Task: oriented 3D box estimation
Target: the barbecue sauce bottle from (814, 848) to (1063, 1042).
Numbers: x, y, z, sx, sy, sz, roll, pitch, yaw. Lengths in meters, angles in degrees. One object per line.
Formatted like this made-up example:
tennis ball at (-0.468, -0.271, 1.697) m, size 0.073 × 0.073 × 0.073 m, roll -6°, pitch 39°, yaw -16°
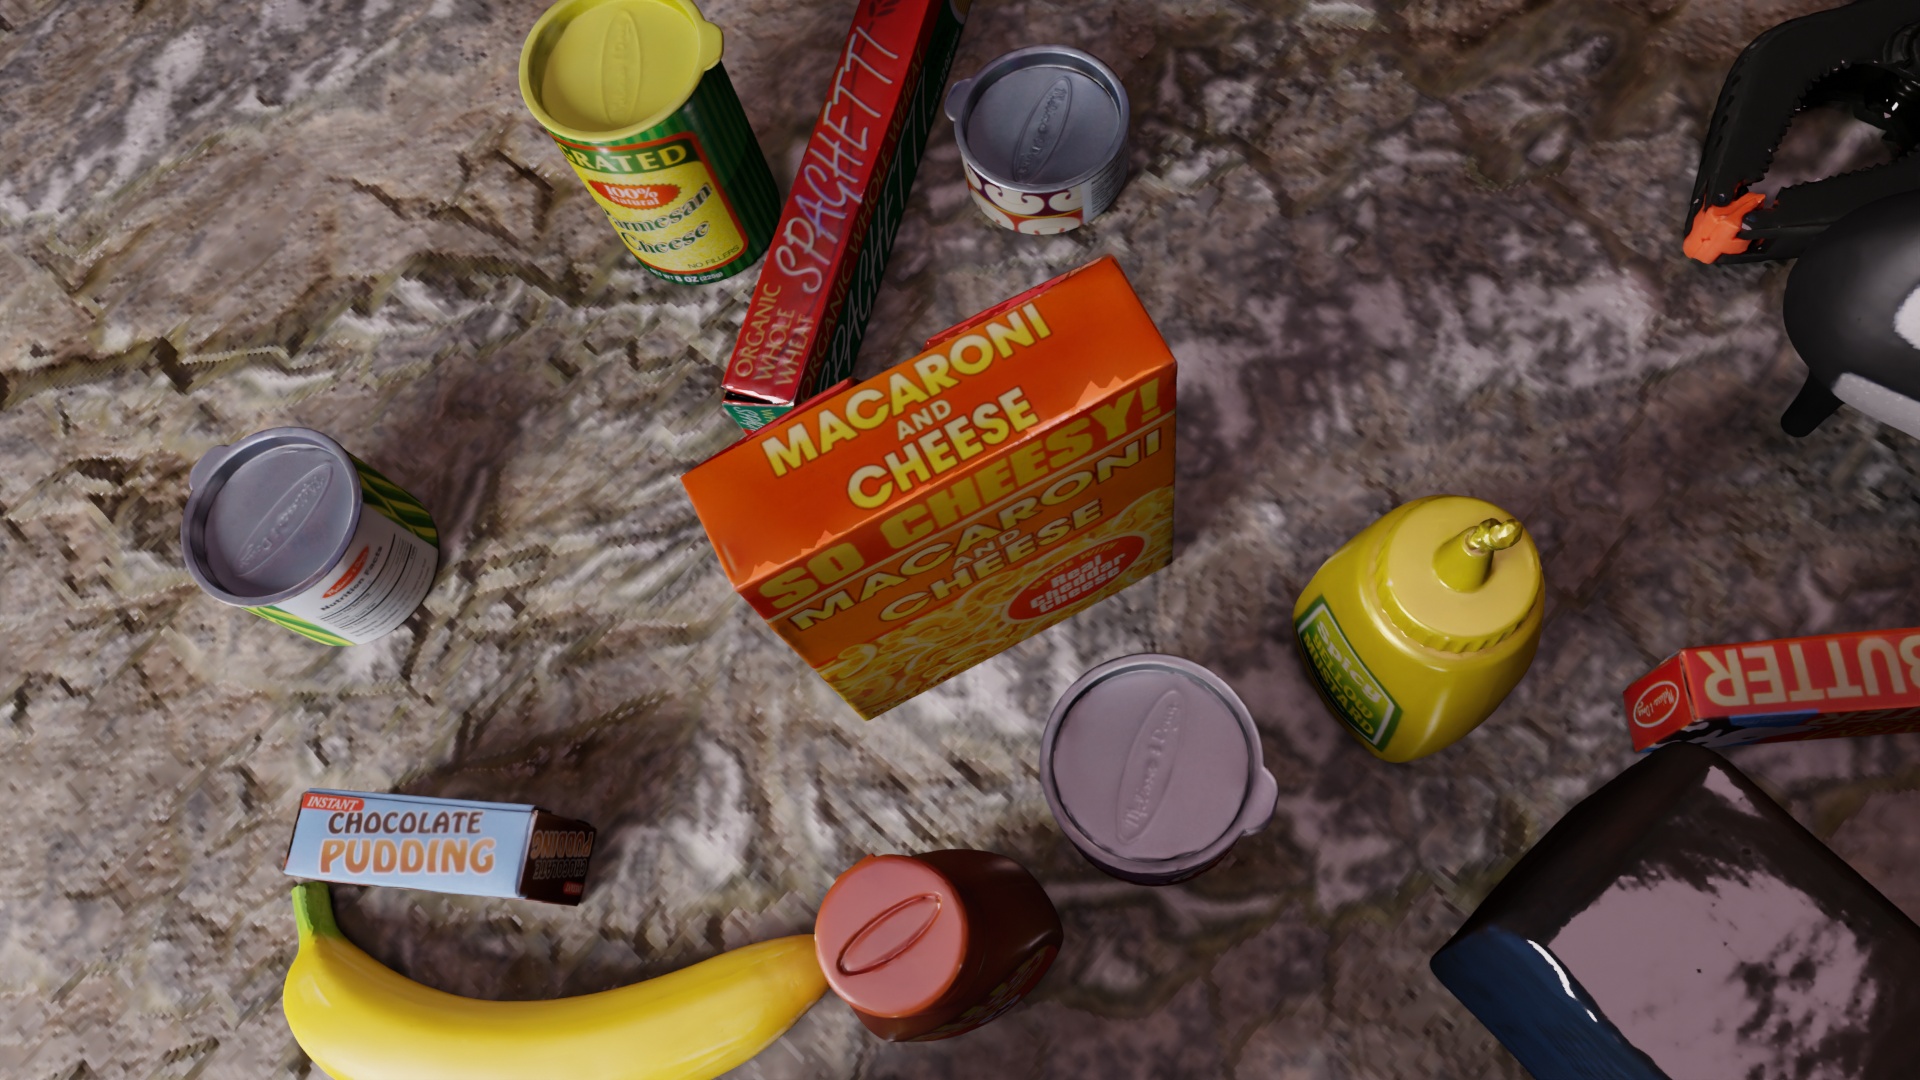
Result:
barbecue sauce bottle at (-0.007, 0.112, 0.385) m, size 0.065 × 0.148 × 0.044 m, roll -34°, pitch 70°, yaw -4°

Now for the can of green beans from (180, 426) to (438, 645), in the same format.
can of green beans at (-0.233, 0.000, 0.504) m, size 0.071 × 0.057 × 0.071 m, roll -2°, pitch 71°, yaw 7°

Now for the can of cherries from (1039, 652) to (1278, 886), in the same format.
can of cherries at (0.062, 0.075, 0.437) m, size 0.071 × 0.058 × 0.071 m, roll -2°, pitch 71°, yaw 7°

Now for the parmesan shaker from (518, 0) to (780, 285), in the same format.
parmesan shaker at (-0.107, -0.147, 0.513) m, size 0.071 × 0.103 × 0.071 m, roll -2°, pitch 71°, yaw 7°

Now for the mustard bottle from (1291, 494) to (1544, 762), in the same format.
mustard bottle at (0.130, 0.021, 0.392) m, size 0.049 × 0.159 × 0.065 m, roll -31°, pitch 70°, yaw -3°

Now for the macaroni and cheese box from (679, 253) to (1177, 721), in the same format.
macaroni and cheese box at (0.001, -0.005, 0.416) m, size 0.124 × 0.166 × 0.040 m, roll -28°, pitch 70°, yaw -2°

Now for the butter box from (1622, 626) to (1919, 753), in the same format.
butter box at (0.264, 0.045, 0.422) m, size 0.103 × 0.053 × 0.024 m, roll -5°, pitch 71°, yaw 6°

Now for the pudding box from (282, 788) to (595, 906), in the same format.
pudding box at (-0.172, 0.102, 0.464) m, size 0.084 × 0.049 × 0.030 m, roll 3°, pitch 72°, yaw 9°

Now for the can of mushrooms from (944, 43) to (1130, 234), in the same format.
can of mushrooms at (0.030, -0.154, 0.534) m, size 0.071 × 0.033 × 0.071 m, roll -2°, pitch 71°, yaw 7°

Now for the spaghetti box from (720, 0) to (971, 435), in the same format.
spaghetti box at (-0.035, -0.153, 0.534) m, size 0.029 × 0.050 × 0.251 m, roll 13°, pitch 73°, yaw 12°
